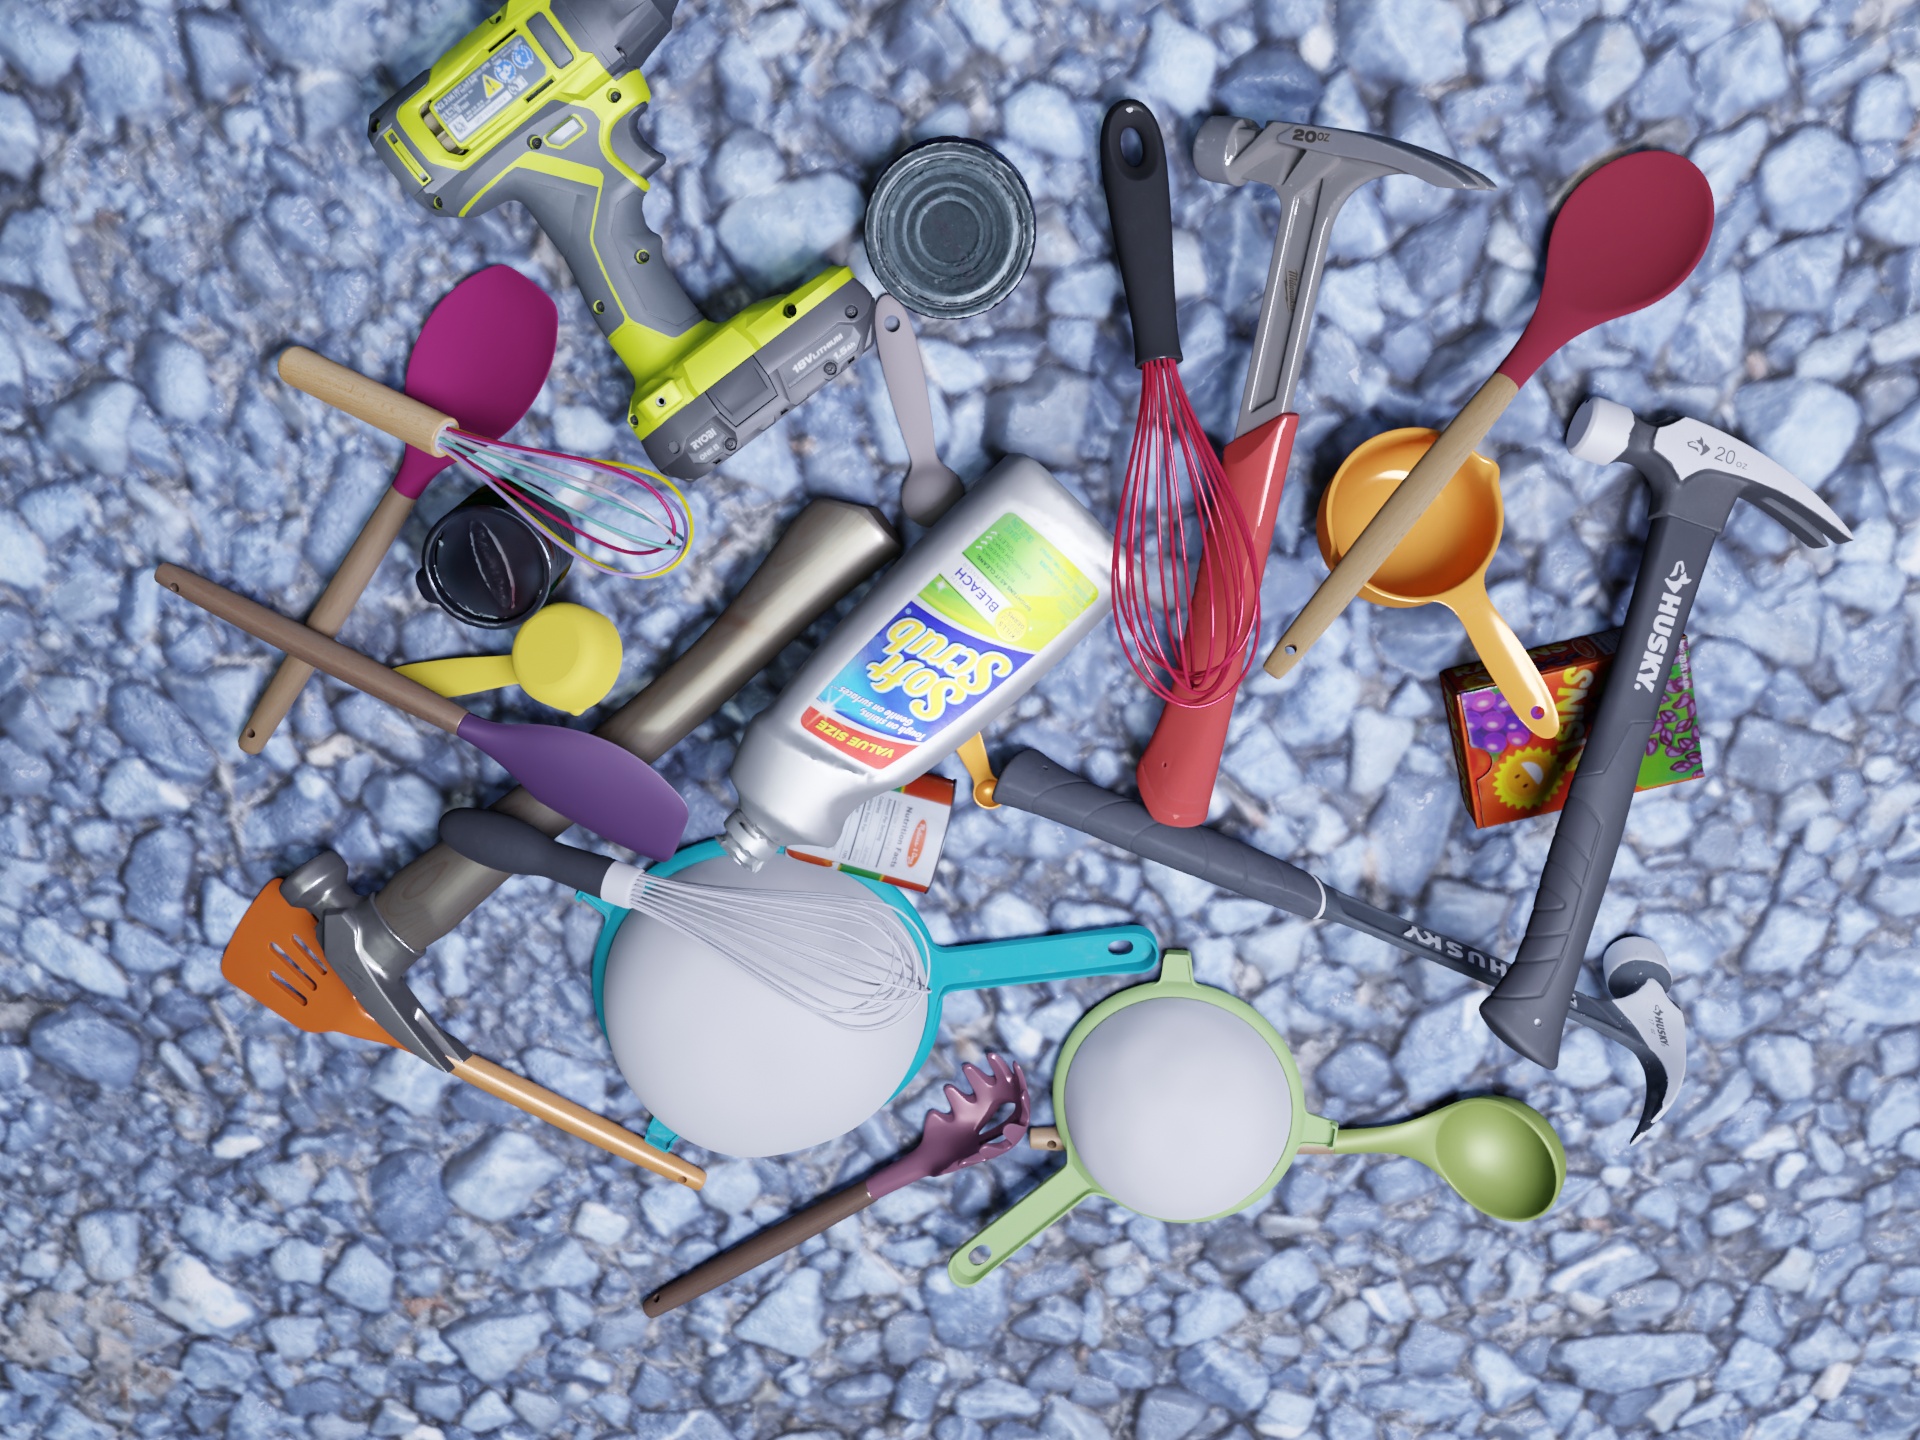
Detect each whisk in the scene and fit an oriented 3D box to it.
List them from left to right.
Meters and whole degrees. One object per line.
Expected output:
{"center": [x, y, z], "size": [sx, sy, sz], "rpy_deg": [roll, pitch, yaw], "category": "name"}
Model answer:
{"center": [-0.238, -0.136, 0.796], "size": [0.245, 0.051, 0.047], "rpy_deg": [26, 119, 12], "category": "whisk"}
{"center": [-0.149, 0.097, 0.842], "size": [0.284, 0.070, 0.070], "rpy_deg": [18, 112, 10], "category": "whisk"}
{"center": [0.097, -0.153, 0.764], "size": [0.073, 0.073, 0.296], "rpy_deg": [-7, 89, 4], "category": "whisk"}

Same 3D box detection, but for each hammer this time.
{"center": [-0.191, 0.029, 0.879], "size": [0.410, 0.038, 0.146], "rpy_deg": [-38, 91, 12], "category": "hammer"}
{"center": [0.150, -0.106, 0.793], "size": [0.036, 0.149, 0.359], "rpy_deg": [-15, 124, -42], "category": "hammer"}
{"center": [0.210, 0.108, 0.879], "size": [0.409, 0.149, 0.036], "rpy_deg": [22, 123, 0], "category": "hammer"}
{"center": [0.339, 0.014, 0.809], "size": [0.146, 0.035, 0.335], "rpy_deg": [18, 88, -2], "category": "hammer"}

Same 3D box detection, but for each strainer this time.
{"center": [-0.054, 0.169, 0.914], "size": [0.340, 0.095, 0.211], "rpy_deg": [-8, 111, 6], "category": "strainer"}
{"center": [0.086, 0.267, 0.941], "size": [0.256, 0.069, 0.151], "rpy_deg": [-41, 89, 11], "category": "strainer"}

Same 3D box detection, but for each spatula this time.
{"center": [-0.289, -0.012, 0.854], "size": [0.316, 0.018, 0.059], "rpy_deg": [26, 120, 1], "category": "spatula"}
{"center": [-0.296, 0.208, 0.974], "size": [0.322, 0.041, 0.081], "rpy_deg": [32, 108, -15], "category": "spatula"}

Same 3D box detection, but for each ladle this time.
{"center": [0.202, 0.263, 0.969], "size": [0.320, 0.062, 0.078], "rpy_deg": [0, 107, 4], "category": "ladle"}
{"center": [0.251, -0.144, 0.776], "size": [0.069, 0.031, 0.315], "rpy_deg": [39, 90, 11], "category": "ladle"}

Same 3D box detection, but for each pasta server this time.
{"center": [-0.082, 0.303, 0.999], "size": [0.316, 0.060, 0.040], "rpy_deg": [-32, 130, 16], "category": "pasta server"}

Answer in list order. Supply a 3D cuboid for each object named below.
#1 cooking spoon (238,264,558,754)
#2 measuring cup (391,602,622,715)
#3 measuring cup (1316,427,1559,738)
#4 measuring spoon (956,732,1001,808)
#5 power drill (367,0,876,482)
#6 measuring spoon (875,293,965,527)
{"center": [-0.310, -0.103, 0.851], "size": [0.069, 0.017, 0.319], "rpy_deg": [38, 108, -1], "category": "cooking spoon"}
{"center": [-0.258, -0.029, 0.859], "size": [0.156, 0.029, 0.062], "rpy_deg": [-7, 78, 16], "category": "measuring cup"}
{"center": [0.248, -0.065, 0.812], "size": [0.095, 0.052, 0.173], "rpy_deg": [-32, 88, 0], "category": "measuring cup"}
{"center": [-0.001, -0.003, 0.892], "size": [0.021, 0.011, 0.116], "rpy_deg": [-21, 106, 9], "category": "measuring spoon"}
{"center": [-0.145, -0.244, 0.762], "size": [0.171, 0.080, 0.223], "rpy_deg": [-36, 104, 7], "category": "power drill"}
{"center": [-0.025, -0.158, 0.824], "size": [0.034, 0.018, 0.124], "rpy_deg": [-12, 110, 6], "category": "measuring spoon"}
